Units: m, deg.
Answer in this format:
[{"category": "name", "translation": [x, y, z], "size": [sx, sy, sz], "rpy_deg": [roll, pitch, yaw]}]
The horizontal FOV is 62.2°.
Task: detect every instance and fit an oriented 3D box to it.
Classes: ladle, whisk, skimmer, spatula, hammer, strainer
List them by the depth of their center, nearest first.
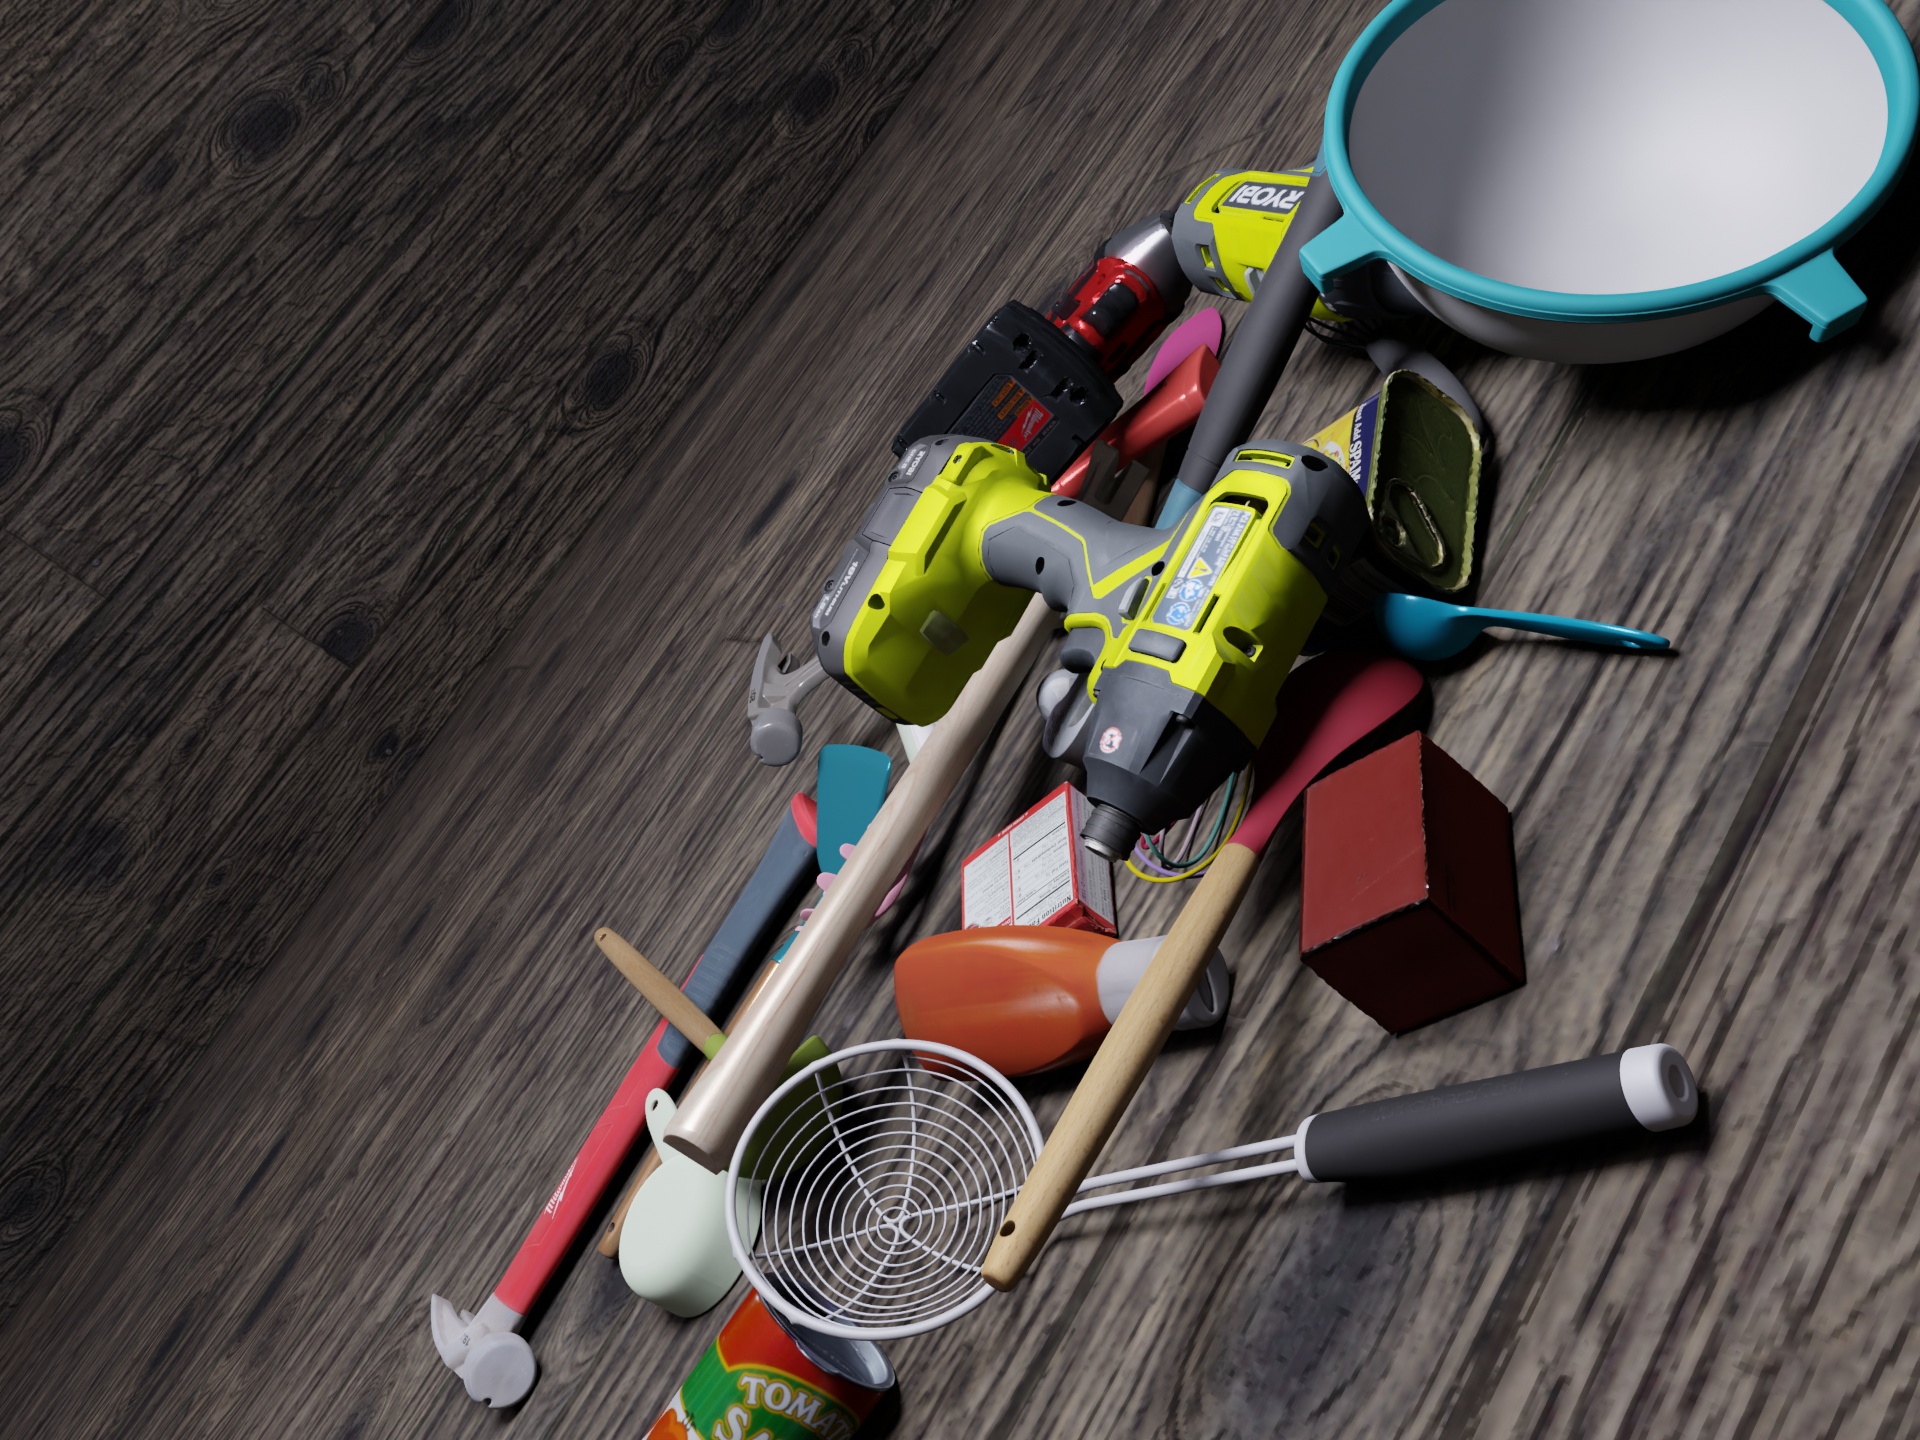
[{"category": "skimmer", "translation": [0.054, 0.140, 0.538], "size": [0.363, 0.090, 0.127], "rpy_deg": [-28, 29, 44]}, {"category": "ladle", "translation": [0.089, 0.068, 0.568], "size": [0.069, 0.031, 0.315], "rpy_deg": [-9, 34, 46]}, {"category": "strainer", "translation": [0.277, -0.270, 0.664], "size": [0.211, 0.095, 0.340], "rpy_deg": [12, 64, 21]}, {"category": "whisk", "translation": [0.123, -0.026, 0.724], "size": [0.047, 0.051, 0.245], "rpy_deg": [-32, 26, 51]}, {"category": "hammer", "translation": [0.116, -0.122, 0.746], "size": [0.128, 0.033, 0.331], "rpy_deg": [-100, 32, -69]}, {"category": "hammer", "translation": [-0.019, 0.033, 0.781], "size": [0.411, 0.038, 0.146], "rpy_deg": [-58, -3, -31]}, {"category": "whisk", "translation": [0.212, -0.186, 0.795], "size": [0.055, 0.055, 0.239], "rpy_deg": [-42, 28, 21]}, {"category": "ladle", "translation": [-0.154, 0.163, 0.881], "size": [0.078, 0.062, 0.320], "rpy_deg": [-50, 32, -12]}, {"category": "spatula", "translation": [-0.125, 0.159, 0.916], "size": [0.082, 0.044, 0.317], "rpy_deg": [7, 62, 55]}, {"category": "hammer", "translation": [-0.192, 0.213, 0.971], "size": [0.386, 0.038, 0.143], "rpy_deg": [-59, 22, -17]}, {"category": "hammer", "translation": [0.012, -0.109, 0.980], "size": [0.359, 0.036, 0.149], "rpy_deg": [-36, 24, 16]}, {"category": "whisk", "translation": [-0.036, -0.023, 1.023], "size": [0.247, 0.057, 0.059], "rpy_deg": [-113, 29, -60]}]

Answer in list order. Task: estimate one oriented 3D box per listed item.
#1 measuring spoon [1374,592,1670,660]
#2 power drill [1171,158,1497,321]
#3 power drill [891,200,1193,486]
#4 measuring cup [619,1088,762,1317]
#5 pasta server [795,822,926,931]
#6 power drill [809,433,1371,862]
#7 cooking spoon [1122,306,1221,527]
[{"category": "measuring spoon", "translation": [0.204, -0.028, 0.591], "size": [0.129, 0.042, 0.021], "rpy_deg": [17, 88, 59]}, {"category": "power drill", "translation": [0.238, -0.284, 0.785], "size": [0.228, 0.080, 0.191], "rpy_deg": [-45, 36, -8]}, {"category": "power drill", "translation": [0.062, -0.202, 0.871], "size": [0.143, 0.078, 0.220], "rpy_deg": [-44, 6, 42]}, {"category": "measuring cup", "translation": [-0.155, 0.236, 0.830], "size": [0.083, 0.038, 0.168], "rpy_deg": [-51, 32, 3]}, {"category": "pasta server", "translation": [-0.001, -0.003, 0.907], "size": [0.316, 0.040, 0.060], "rpy_deg": [-61, -3, -31]}, {"category": "power drill", "translation": [0.041, -0.041, 0.670], "size": [0.223, 0.080, 0.171], "rpy_deg": [19, 75, 49]}, {"category": "cooking spoon", "translation": [0.115, -0.157, 0.968], "size": [0.068, 0.017, 0.319], "rpy_deg": [-31, 29, 42]}]
